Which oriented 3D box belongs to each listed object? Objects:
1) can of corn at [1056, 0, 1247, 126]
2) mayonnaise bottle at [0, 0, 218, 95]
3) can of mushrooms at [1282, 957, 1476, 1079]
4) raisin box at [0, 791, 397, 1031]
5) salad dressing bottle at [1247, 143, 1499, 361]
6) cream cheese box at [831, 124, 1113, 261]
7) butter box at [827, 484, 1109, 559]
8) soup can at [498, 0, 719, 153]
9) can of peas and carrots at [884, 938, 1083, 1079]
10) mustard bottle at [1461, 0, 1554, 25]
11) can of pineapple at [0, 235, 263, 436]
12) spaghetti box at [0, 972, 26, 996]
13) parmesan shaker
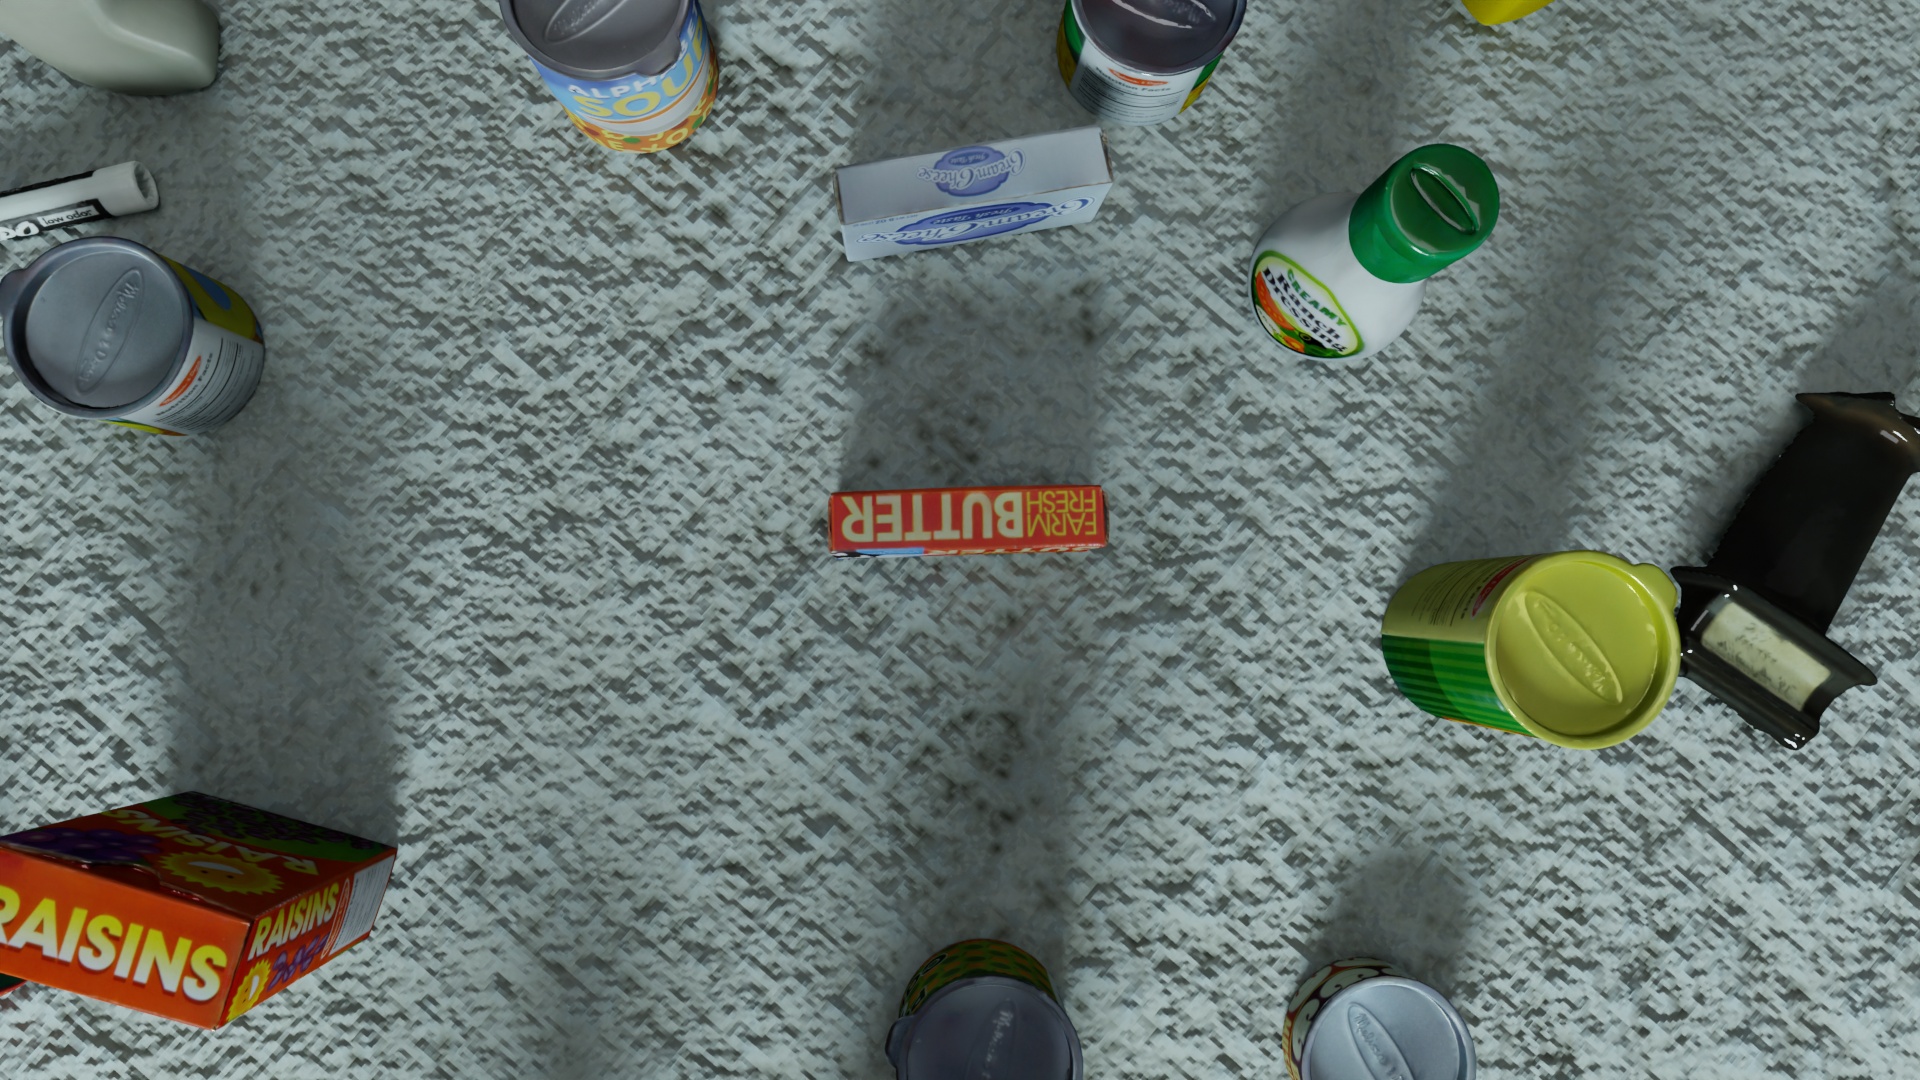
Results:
[{"bbox_3d":[0.073,-0.205,0.542,0.071,0.058,0.071,0,87,-2],"label":"can of corn"},{"bbox_3d":[-0.321,-0.199,0.480,0.065,0.148,0.041,2,87,-2],"label":"mayonnaise bottle"},{"bbox_3d":[0.157,0.198,0.534,0.071,0.033,0.071,0,87,-2],"label":"can of mushrooms"},{"bbox_3d":[-0.260,0.122,0.476,0.086,0.123,0.040,17,87,-1],"label":"raisin box"},{"bbox_3d":[0.144,-0.101,0.494,0.044,0.147,0.064,-43,89,-4],"label":"salad dressing bottle"},{"bbox_3d":[0.004,-0.134,0.537,0.104,0.053,0.024,-10,88,-3],"label":"cream cheese box"},{"bbox_3d":[0.002,-0.007,0.530,0.103,0.053,0.024,-2,87,-2],"label":"butter box"},{"bbox_3d":[-0.126,-0.187,0.520,0.071,0.083,0.071,0,87,-2],"label":"soup can"},{"bbox_3d":[0.007,0.187,0.516,0.071,0.058,0.071,0,87,-2],"label":"can of peas and carrots"},{"bbox_3d":[0.231,-0.241,0.500,0.065,0.160,0.049,-30,89,-3],"label":"mustard bottle"},{"bbox_3d":[-0.307,-0.076,0.519,0.071,0.058,0.071,0,87,-2],"label":"can of pineapple"},{"bbox_3d":[-0.413,0.060,0.510,0.029,0.050,0.250,-23,88,-3],"label":"spaghetti box"},{"bbox_3d":[0.207,0.037,0.511,0.071,0.103,0.071,0,87,-2],"label":"parmesan shaker"}]
